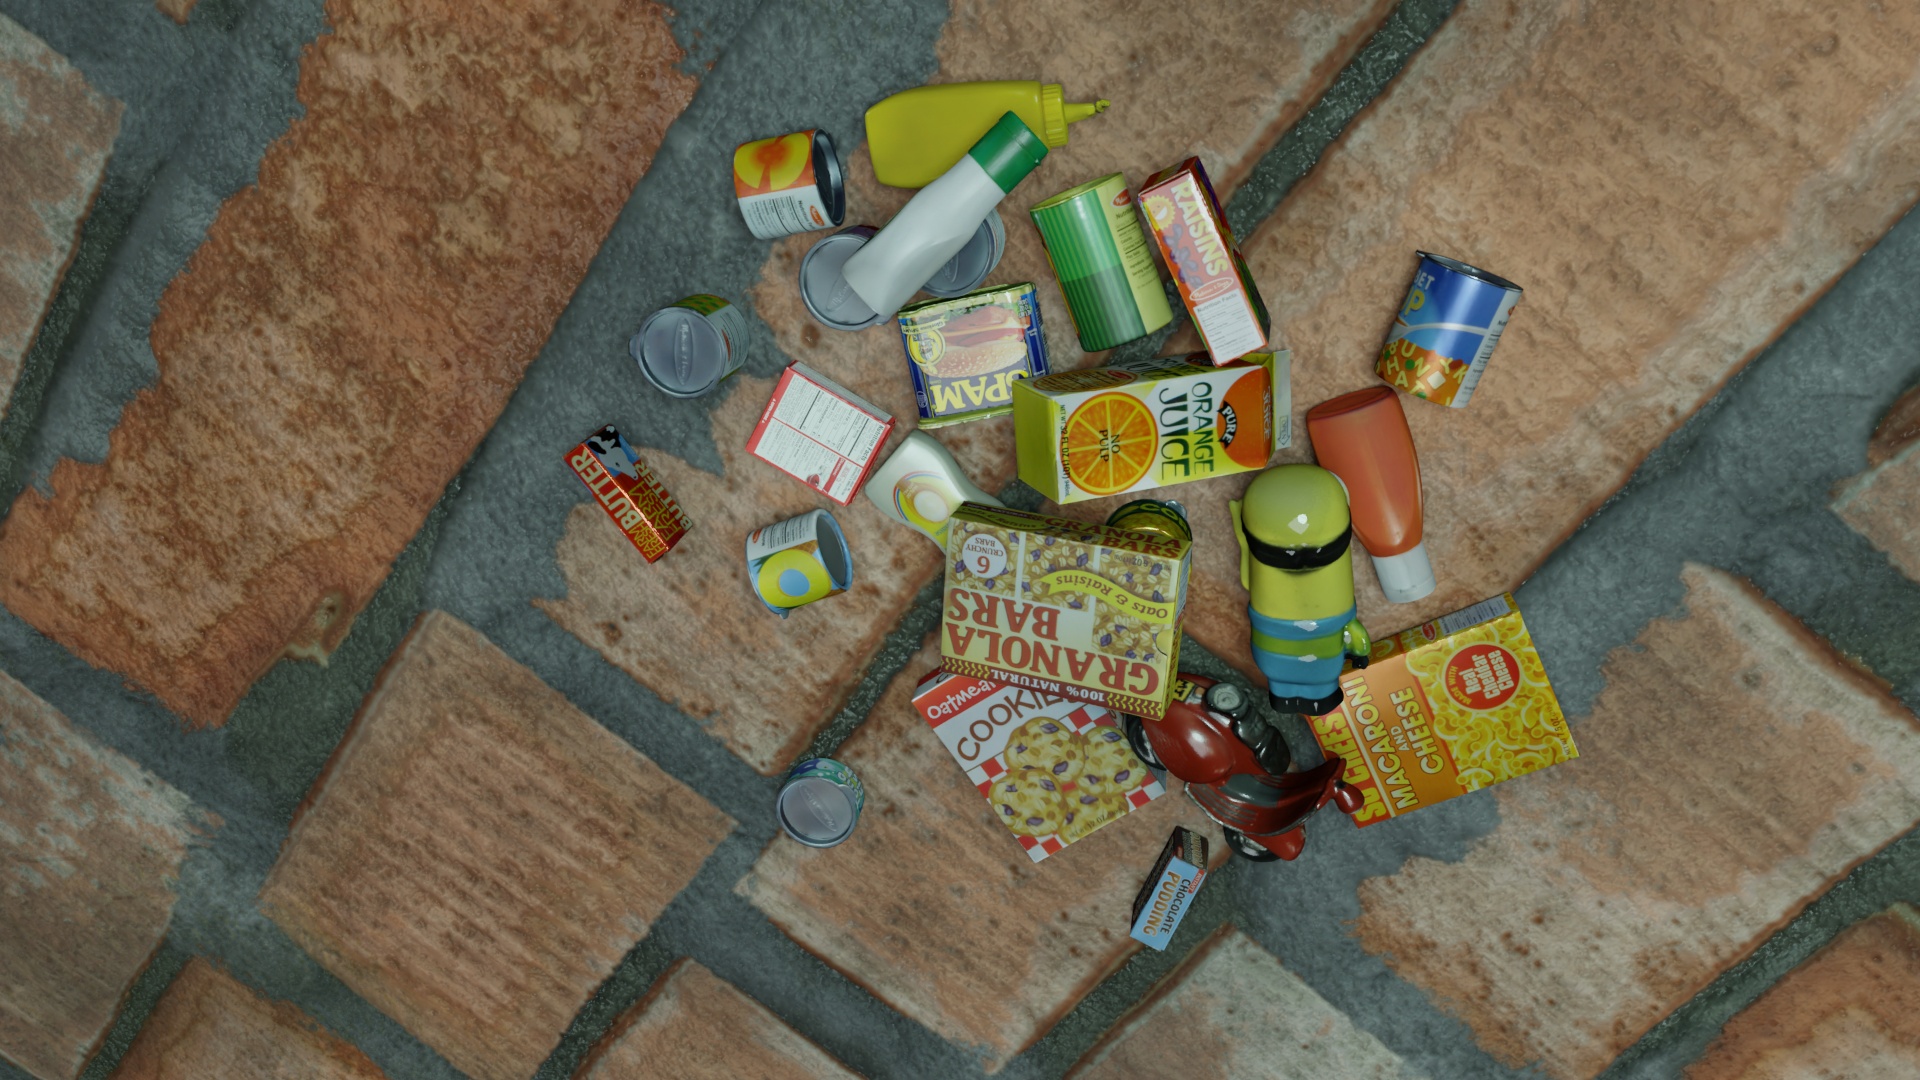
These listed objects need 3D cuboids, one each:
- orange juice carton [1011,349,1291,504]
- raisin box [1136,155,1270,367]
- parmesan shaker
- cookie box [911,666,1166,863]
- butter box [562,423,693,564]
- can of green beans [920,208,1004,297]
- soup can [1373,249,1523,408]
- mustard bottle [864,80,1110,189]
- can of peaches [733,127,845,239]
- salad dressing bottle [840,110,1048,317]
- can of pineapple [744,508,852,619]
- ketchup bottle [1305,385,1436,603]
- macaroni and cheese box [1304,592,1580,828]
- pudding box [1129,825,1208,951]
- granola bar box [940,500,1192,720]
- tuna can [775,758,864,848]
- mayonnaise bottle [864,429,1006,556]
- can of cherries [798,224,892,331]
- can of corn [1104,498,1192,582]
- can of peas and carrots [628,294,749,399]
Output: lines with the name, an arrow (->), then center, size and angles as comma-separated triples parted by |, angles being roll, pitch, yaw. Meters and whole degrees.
orange juice carton -> 0.138, -0.081, 0.933 | 0.193, 0.073, 0.071 | -10, 109, -16
raisin box -> 0.160, -0.184, 0.907 | 0.040, 0.086, 0.123 | -22, 104, 21
parmesan shaker -> 0.093, -0.184, 0.926 | 0.071, 0.071, 0.103 | -18, 106, 15
cookie box -> 0.061, 0.149, 1.065 | 0.122, 0.040, 0.167 | -33, 102, 18
butter box -> -0.248, -0.036, 1.043 | 0.024, 0.053, 0.103 | -33, 101, 21
can of green beans -> -0.006, -0.202, 0.942 | 0.071, 0.058, 0.071 | 3, 110, 8
soup can -> 0.315, -0.138, 0.909 | 0.071, 0.071, 0.083 | 20, 112, 2
mustard bottle -> 0.020, -0.273, 0.919 | 0.160, 0.049, 0.065 | -6, 109, 10
can of peaches -> -0.116, -0.243, 0.944 | 0.058, 0.071, 0.071 | -8, 108, 12
salad dressing bottle -> -0.009, -0.207, 0.879 | 0.147, 0.064, 0.044 | -42, 84, 11
can of pineapple -> -0.118, 0.017, 1.034 | 0.058, 0.071, 0.071 | -18, 105, 15
ketchup bottle -> 0.291, -0.029, 0.962 | 0.064, 0.044, 0.148 | -17, 106, 21
macaroni and cheese box -> 0.342, 0.126, 1.009 | 0.166, 0.040, 0.123 | -23, 103, 16
pudding box -> 0.163, 0.272, 1.085 | 0.030, 0.050, 0.083 | 24, 111, 2
granola bar box -> 0.071, 0.048, 0.969 | 0.165, 0.039, 0.123 | 11, 114, 17
tuna can -> -0.110, 0.210, 1.117 | 0.071, 0.033, 0.070 | 3, 110, 8
mayonnaise bottle -> 0.004, -0.013, 1.016 | 0.148, 0.041, 0.064 | 40, 109, -5
can of cherries -> -0.071, -0.180, 0.961 | 0.071, 0.058, 0.071 | 3, 109, 8
can of corn -> 0.134, 0.009, 0.993 | 0.071, 0.058, 0.071 | 3, 110, 8
can of peas and carrots -> -0.193, -0.140, 0.995 | 0.071, 0.059, 0.070 | 3, 109, 9
